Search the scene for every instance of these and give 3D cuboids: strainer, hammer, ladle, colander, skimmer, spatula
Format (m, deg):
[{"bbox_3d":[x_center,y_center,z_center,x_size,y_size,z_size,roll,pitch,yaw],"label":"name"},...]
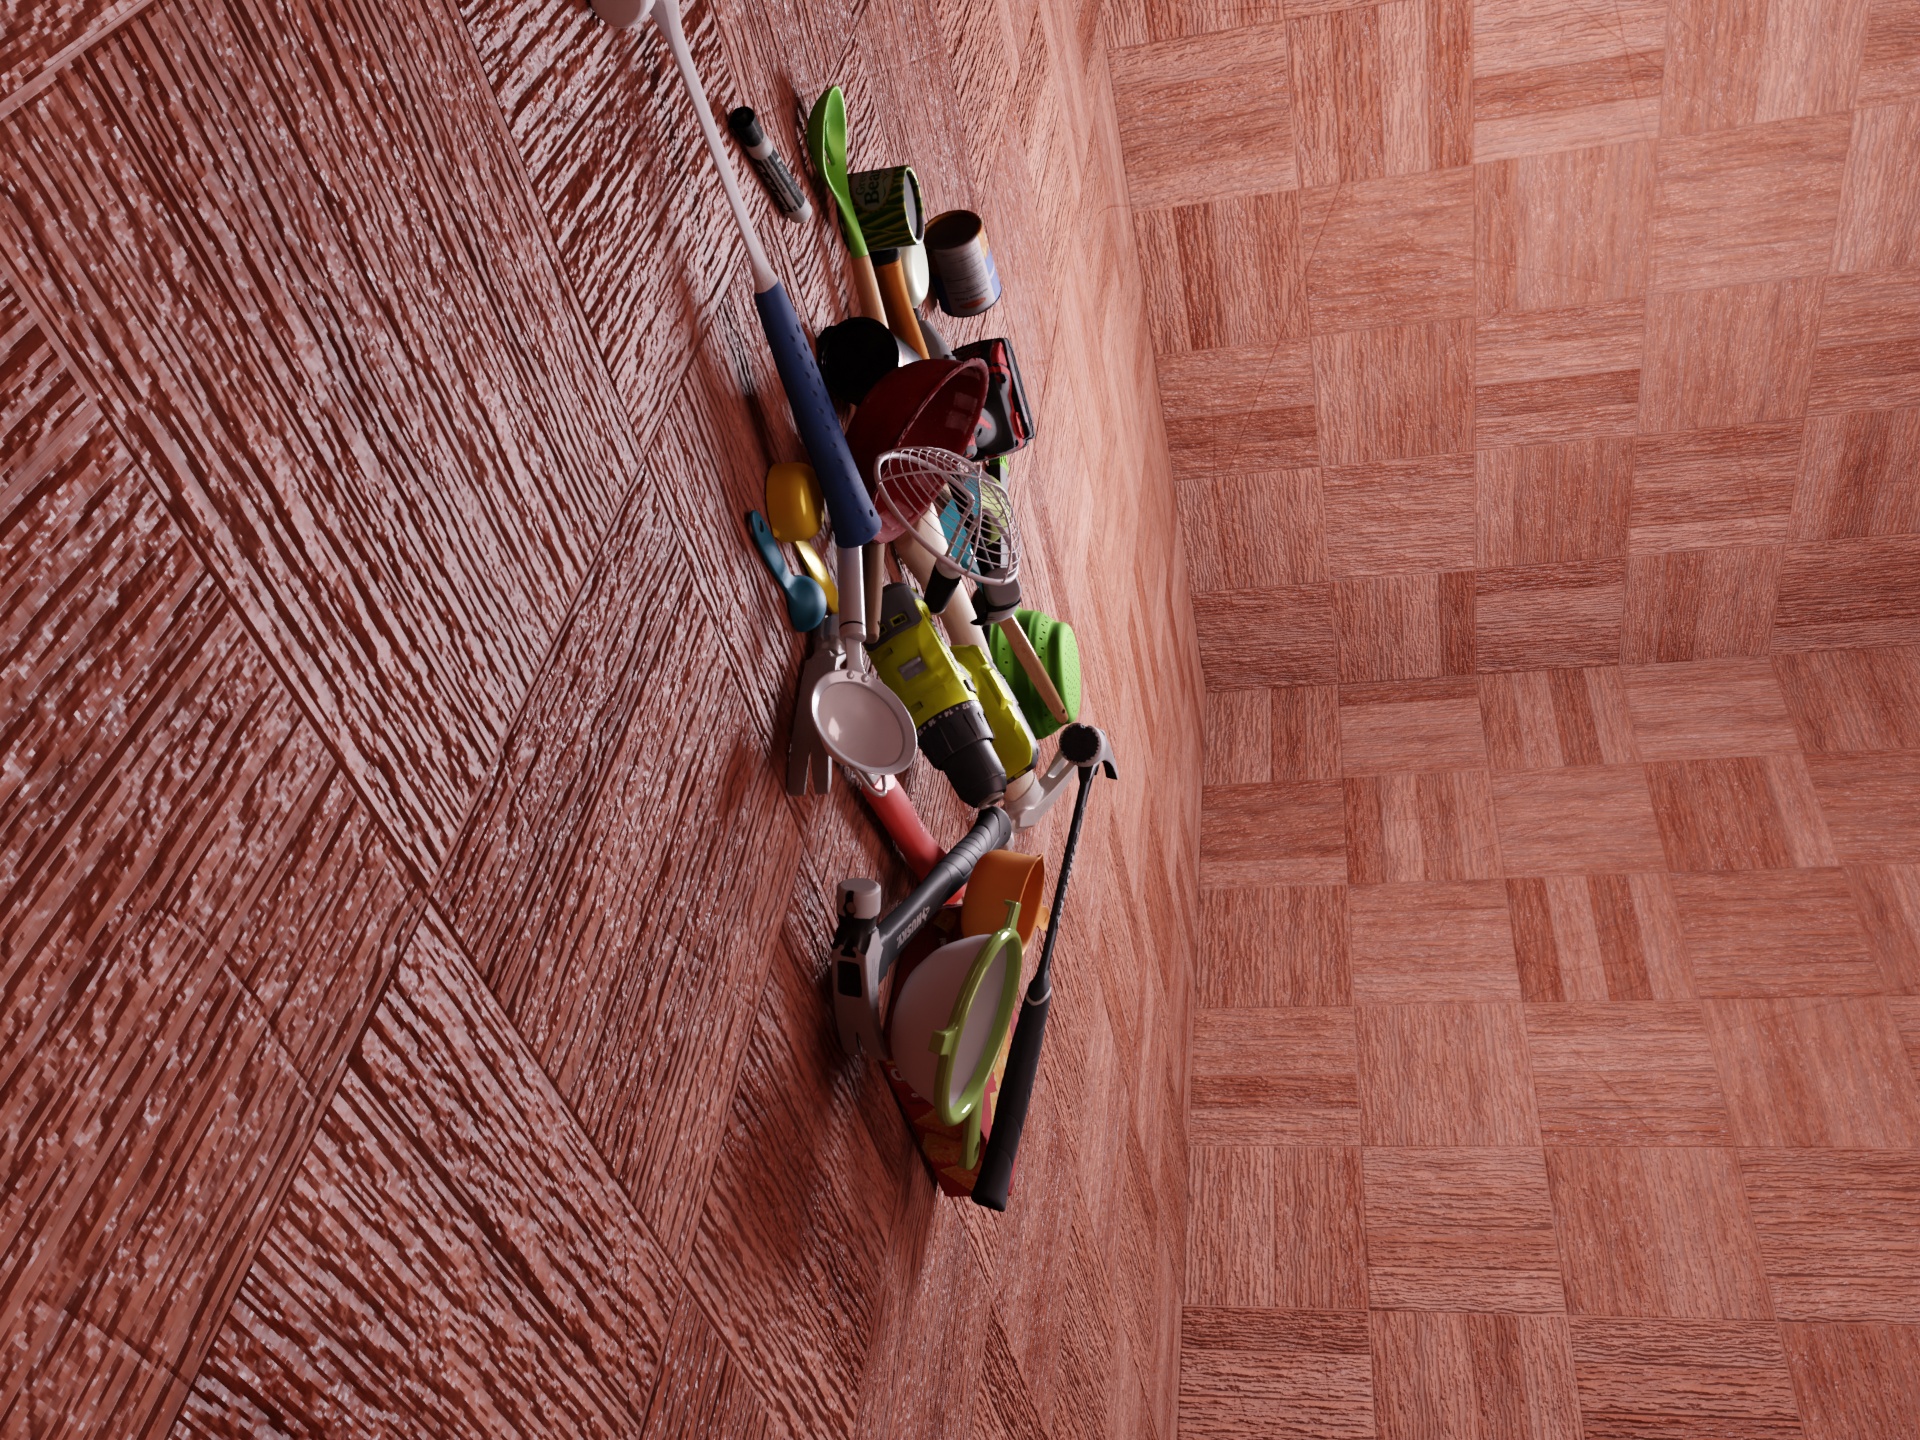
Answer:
[{"bbox_3d":[-0.076,-0.054,1.132,0.086,0.050,0.259,15,56,-33],"label":"strainer"},{"bbox_3d":[-0.023,0.146,1.290,0.335,0.035,0.146,-39,133,-64],"label":"hammer"},{"bbox_3d":[-0.024,-0.212,1.505,0.320,0.062,0.078,-7,78,-69],"label":"ladle"},{"bbox_3d":[0.077,-0.128,1.749,0.204,0.094,0.397,45,43,-69],"label":"colander"},{"bbox_3d":[-0.023,-0.119,1.240,0.127,0.090,0.363,45,-13,3],"label":"skimmer"},{"bbox_3d":[0.024,-0.051,1.542,0.146,0.038,0.410,-47,138,-26],"label":"hammer"},{"bbox_3d":[-0.070,-0.182,1.292,0.059,0.018,0.316,64,19,-47],"label":"spatula"},{"bbox_3d":[-0.129,-0.298,1.042,0.144,0.035,0.405,-76,152,-52],"label":"hammer"},{"bbox_3d":[0.069,0.207,1.328,0.149,0.036,0.409,25,78,-75],"label":"hammer"},{"bbox_3d":[-0.018,-0.245,1.367,0.127,0.034,0.337,124,-52,-81],"label":"hammer"},{"bbox_3d":[-0.059,0.073,1.284,0.358,0.037,0.149,64,27,-56],"label":"hammer"},{"bbox_3d":[-0.012,0.257,1.216,0.151,0.069,0.256,-57,158,-44],"label":"strainer"},{"bbox_3d":[0.048,-0.106,1.572,0.082,0.044,0.317,-56,133,-28],"label":"spatula"}]

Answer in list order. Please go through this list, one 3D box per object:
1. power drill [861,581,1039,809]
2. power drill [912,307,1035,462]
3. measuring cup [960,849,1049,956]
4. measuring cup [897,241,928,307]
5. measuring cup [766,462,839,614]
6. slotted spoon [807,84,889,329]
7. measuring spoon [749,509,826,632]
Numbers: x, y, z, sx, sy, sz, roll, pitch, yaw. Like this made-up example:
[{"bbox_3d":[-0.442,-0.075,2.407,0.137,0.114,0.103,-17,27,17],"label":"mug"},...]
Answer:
[{"bbox_3d":[-0.002,-0.004,1.333,0.191,0.080,0.228,61,7,14],"label":"power drill"},{"bbox_3d":[-0.005,-0.312,1.507,0.219,0.078,0.143,-28,102,-70],"label":"power drill"},{"bbox_3d":[0.042,0.160,1.360,0.173,0.052,0.095,48,56,-74],"label":"measuring cup"},{"bbox_3d":[-0.046,-0.442,1.456,0.083,0.038,0.168,71,23,-47],"label":"measuring cup"},{"bbox_3d":[-0.102,-0.127,1.171,0.156,0.029,0.062,64,26,-50],"label":"measuring cup"},{"bbox_3d":[-0.078,-0.356,1.309,0.070,0.031,0.313,-68,149,-56],"label":"slotted spoon"},{"bbox_3d":[-0.119,-0.107,1.120,0.128,0.021,0.042,66,25,-57],"label":"measuring spoon"}]
